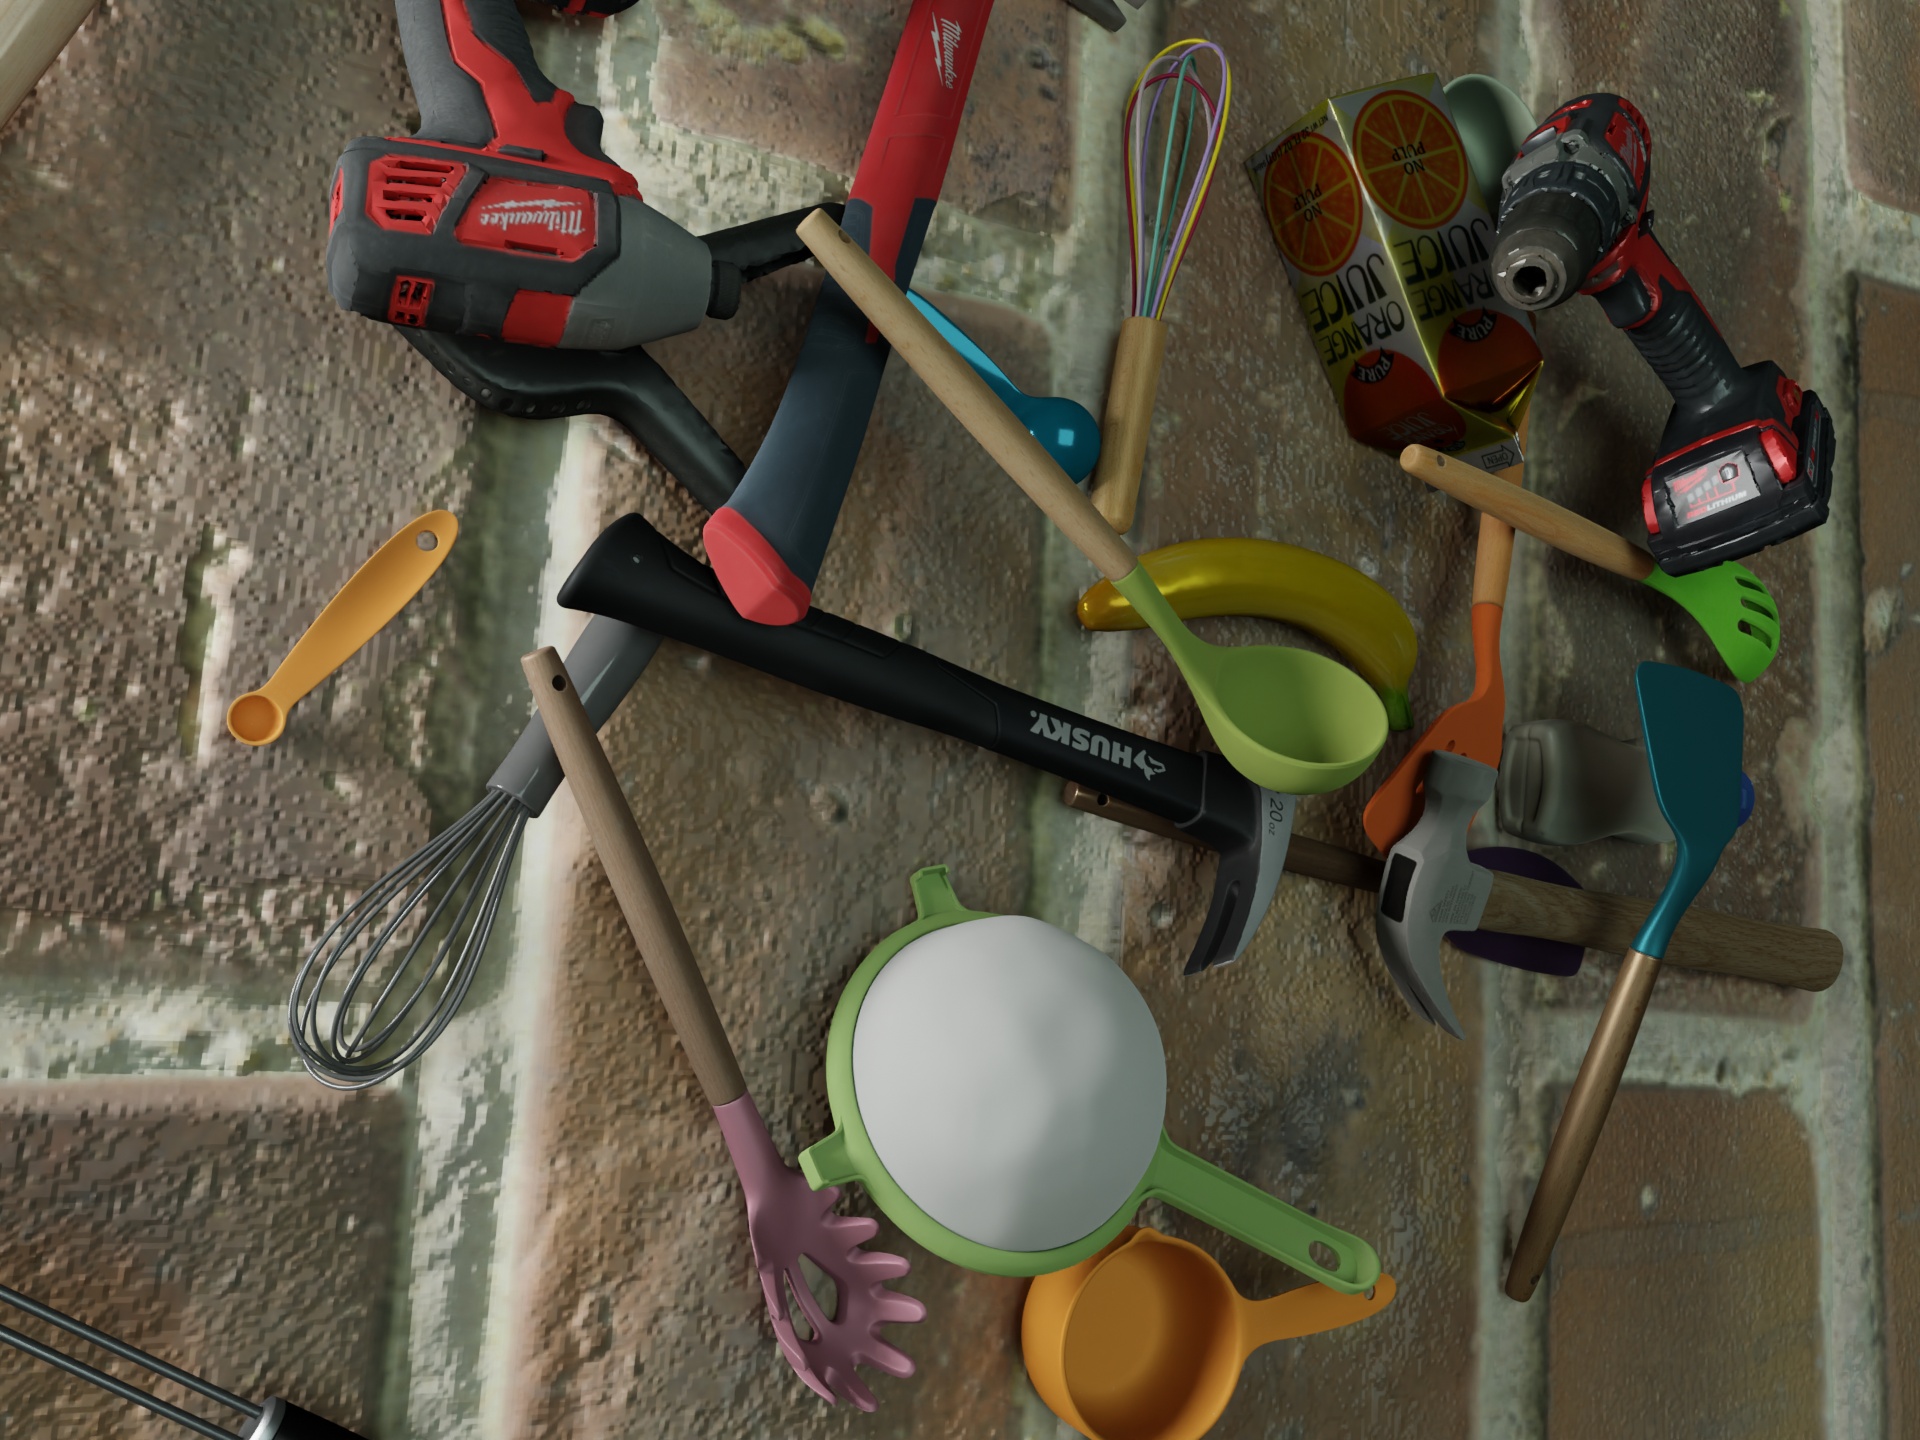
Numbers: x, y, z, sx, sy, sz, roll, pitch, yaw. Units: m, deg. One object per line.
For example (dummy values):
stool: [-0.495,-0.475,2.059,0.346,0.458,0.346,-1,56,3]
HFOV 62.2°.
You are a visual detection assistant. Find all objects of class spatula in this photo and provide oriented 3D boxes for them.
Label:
spatula: [0.314,0.132,0.768,0.082,0.044,0.317,11,100,-31]
spatula: [0.188,0.069,0.767,0.315,0.018,0.060,15,84,-23]
spatula: [0.259,-0.075,0.801,0.081,0.041,0.323,36,59,-39]

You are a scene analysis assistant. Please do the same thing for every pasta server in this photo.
pasta server: [-0.093,0.119,0.601,0.060,0.040,0.316,-31,105,-41]

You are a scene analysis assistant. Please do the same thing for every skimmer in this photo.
skimmer: [-0.289,0.199,0.526,0.363,0.090,0.127,42,68,-25]

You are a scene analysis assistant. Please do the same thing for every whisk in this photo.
whisk: [-0.169,0.029,0.596,0.055,0.055,0.239,37,65,-16]
whisk: [0.087,-0.206,0.748,0.047,0.051,0.245,10,83,2]

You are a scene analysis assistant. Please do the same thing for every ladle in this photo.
ladle: [0.058,-0.084,0.635,0.320,0.062,0.078,45,37,-20]

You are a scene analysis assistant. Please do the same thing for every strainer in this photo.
strainer: [0.073,0.161,0.634,0.256,0.069,0.152,29,51,-8]

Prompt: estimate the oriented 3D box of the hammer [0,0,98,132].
hammer: [-0.291,-0.327,0.587,0.146,0.038,0.411,28,73,-21]

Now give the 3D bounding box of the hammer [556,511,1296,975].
hammer: [-0.001,-0.002,0.652,0.334,0.035,0.146,20,62,-23]

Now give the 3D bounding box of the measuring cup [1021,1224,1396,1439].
measuring cup: [0.107,0.257,0.689,0.173,0.052,0.095,-2,84,-27]

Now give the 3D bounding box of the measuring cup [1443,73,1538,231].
measuring cup: [0.268,-0.251,0.835,0.083,0.038,0.167,0,85,-25]

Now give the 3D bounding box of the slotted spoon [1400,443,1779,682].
slotted spoon: [0.336,-0.085,0.820,0.313,0.031,0.070,16,68,-31]

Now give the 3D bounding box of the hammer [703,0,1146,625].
hammer: [-0.016,-0.207,0.664,0.143,0.038,0.387,24,65,-22]

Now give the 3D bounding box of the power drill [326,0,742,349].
power drill: [-0.154,-0.239,0.591,0.143,0.078,0.220,4,70,-23]

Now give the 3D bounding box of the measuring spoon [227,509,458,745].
measuring spoon: [-0.229,-0.036,0.595,0.021,0.011,0.117,42,65,-15]

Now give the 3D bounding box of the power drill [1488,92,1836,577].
power drill: [0.333,-0.182,0.773,0.226,0.080,0.188,52,43,-15]

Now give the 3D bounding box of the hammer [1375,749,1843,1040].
hammer: [0.339,0.107,0.808,0.331,0.031,0.130,12,99,-29]

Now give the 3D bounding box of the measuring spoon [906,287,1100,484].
measuring spoon: [0.010,-0.150,0.705,0.128,0.021,0.042,39,99,-11]
